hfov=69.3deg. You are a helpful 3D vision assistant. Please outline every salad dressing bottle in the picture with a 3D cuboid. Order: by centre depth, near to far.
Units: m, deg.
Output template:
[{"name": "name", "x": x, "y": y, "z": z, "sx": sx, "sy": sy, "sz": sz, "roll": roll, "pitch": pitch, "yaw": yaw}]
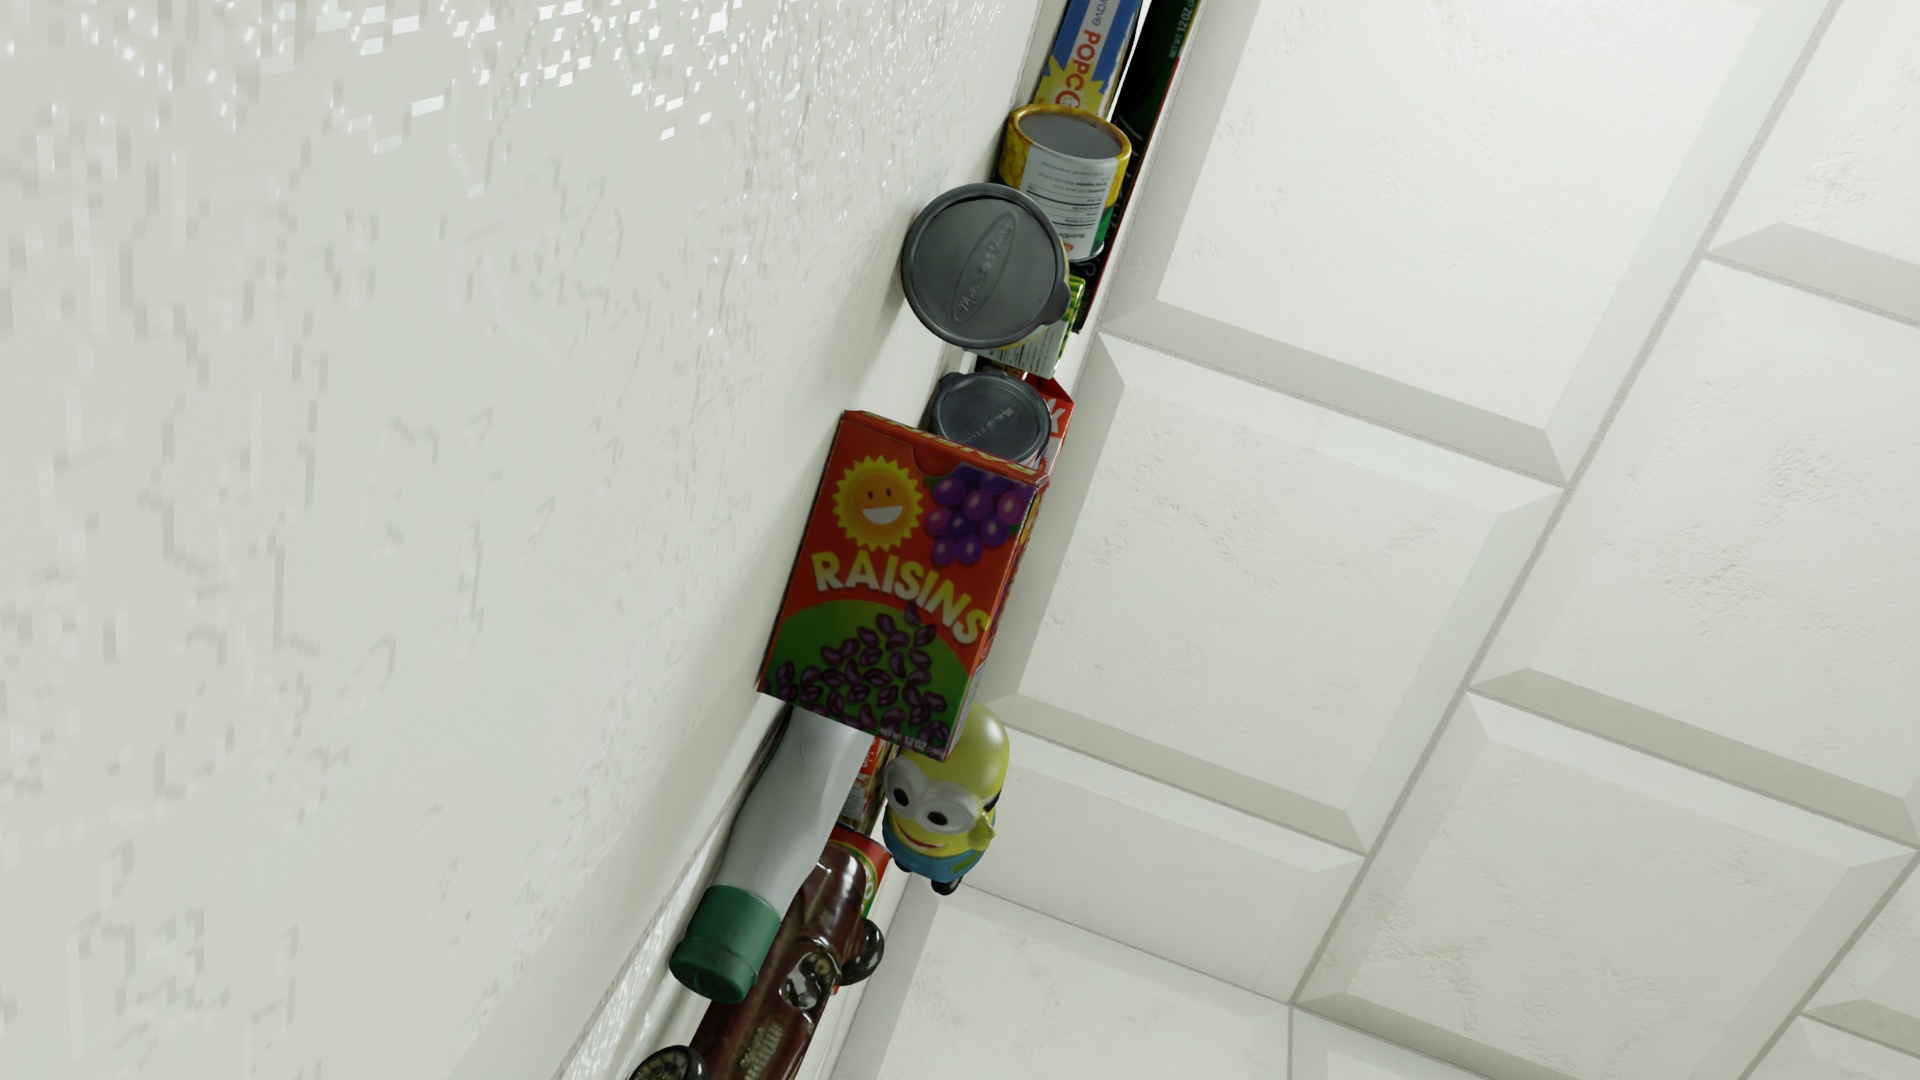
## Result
[{"name": "salad dressing bottle", "x": -0.085, "y": 0.137, "z": 0.639, "sx": 0.064, "sy": 0.044, "sz": 0.148, "roll": 107, "pitch": 6, "yaw": -50}]

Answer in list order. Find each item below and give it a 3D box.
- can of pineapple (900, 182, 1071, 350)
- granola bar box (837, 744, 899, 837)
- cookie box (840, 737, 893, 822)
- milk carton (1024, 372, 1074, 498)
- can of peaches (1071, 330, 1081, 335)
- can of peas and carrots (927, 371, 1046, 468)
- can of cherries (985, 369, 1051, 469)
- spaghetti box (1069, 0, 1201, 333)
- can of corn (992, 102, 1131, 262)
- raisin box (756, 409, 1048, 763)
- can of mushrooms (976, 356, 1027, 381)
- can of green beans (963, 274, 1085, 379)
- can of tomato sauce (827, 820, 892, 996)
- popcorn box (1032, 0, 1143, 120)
[{"name": "can of pineapple", "x": 0.013, "y": -0.111, "z": 0.581, "sx": 0.058, "sy": 0.071, "sz": 0.071, "roll": -45, "pitch": 154, "yaw": -80}, {"name": "granola bar box", "x": -0.083, "y": 0.197, "z": 0.950, "sx": 0.123, "sy": 0.039, "sz": 0.166, "roll": 105, "pitch": 7, "yaw": -50}, {"name": "cookie box", "x": -0.047, "y": 0.080, "z": 0.862, "sx": 0.166, "sy": 0.040, "sz": 0.123, "roll": 105, "pitch": 7, "yaw": -50}, {"name": "milk carton", "x": 0.033, "y": -0.055, "z": 1.052, "sx": 0.072, "sy": 0.073, "sz": 0.191, "roll": 103, "pitch": 8, "yaw": -54}, {"name": "can of peaches", "x": 0.071, "y": -0.192, "z": 1.017, "sx": 0.071, "sy": 0.058, "sz": 0.071, "roll": 14, "pitch": 95, "yaw": -85}, {"name": "can of peas and carrots", "x": 0.010, "y": -0.057, "z": 0.818, "sx": 0.058, "sy": 0.071, "sz": 0.071, "roll": 108, "pitch": 3, "yaw": -58}, {"name": "can of cherries", "x": 0.029, "y": -0.077, "z": 0.957, "sx": 0.058, "sy": 0.071, "sz": 0.071, "roll": 70, "pitch": 40, "yaw": -84}, {"name": "spaghetti box", "x": 0.103, "y": -0.244, "z": 0.873, "sx": 0.050, "sy": 0.029, "sz": 0.248, "roll": -67, "pitch": 177, "yaw": -48}, {"name": "can of corn", "x": 0.050, "y": -0.190, "z": 0.730, "sx": 0.071, "sy": 0.071, "sz": 0.058, "roll": -65, "pitch": 173, "yaw": -50}, {"name": "raisin box", "x": -0.024, "y": 0.017, "z": 0.574, "sx": 0.040, "sy": 0.086, "sz": 0.123, "roll": -27, "pitch": 137, "yaw": -77}, {"name": "can of mushrooms", "x": 0.036, "y": -0.141, "z": 0.977, "sx": 0.071, "sy": 0.033, "sz": 0.071, "roll": 14, "pitch": 96, "yaw": -86}, {"name": "can of green beans", "x": 0.040, "y": -0.140, "z": 0.863, "sx": 0.071, "sy": 0.058, "sz": 0.071, "roll": 14, "pitch": 95, "yaw": -86}, {"name": "can of tomato sauce", "x": -0.083, "y": 0.204, "z": 0.781, "sx": 0.071, "sy": 0.071, "sz": 0.083, "roll": 100, "pitch": 11, "yaw": -65}, {"name": "popcorn box", "x": 0.070, "y": -0.265, "z": 0.810, "sx": 0.085, "sy": 0.038, "sz": 0.127, "roll": 92, "pitch": 18, "yaw": -81}]
